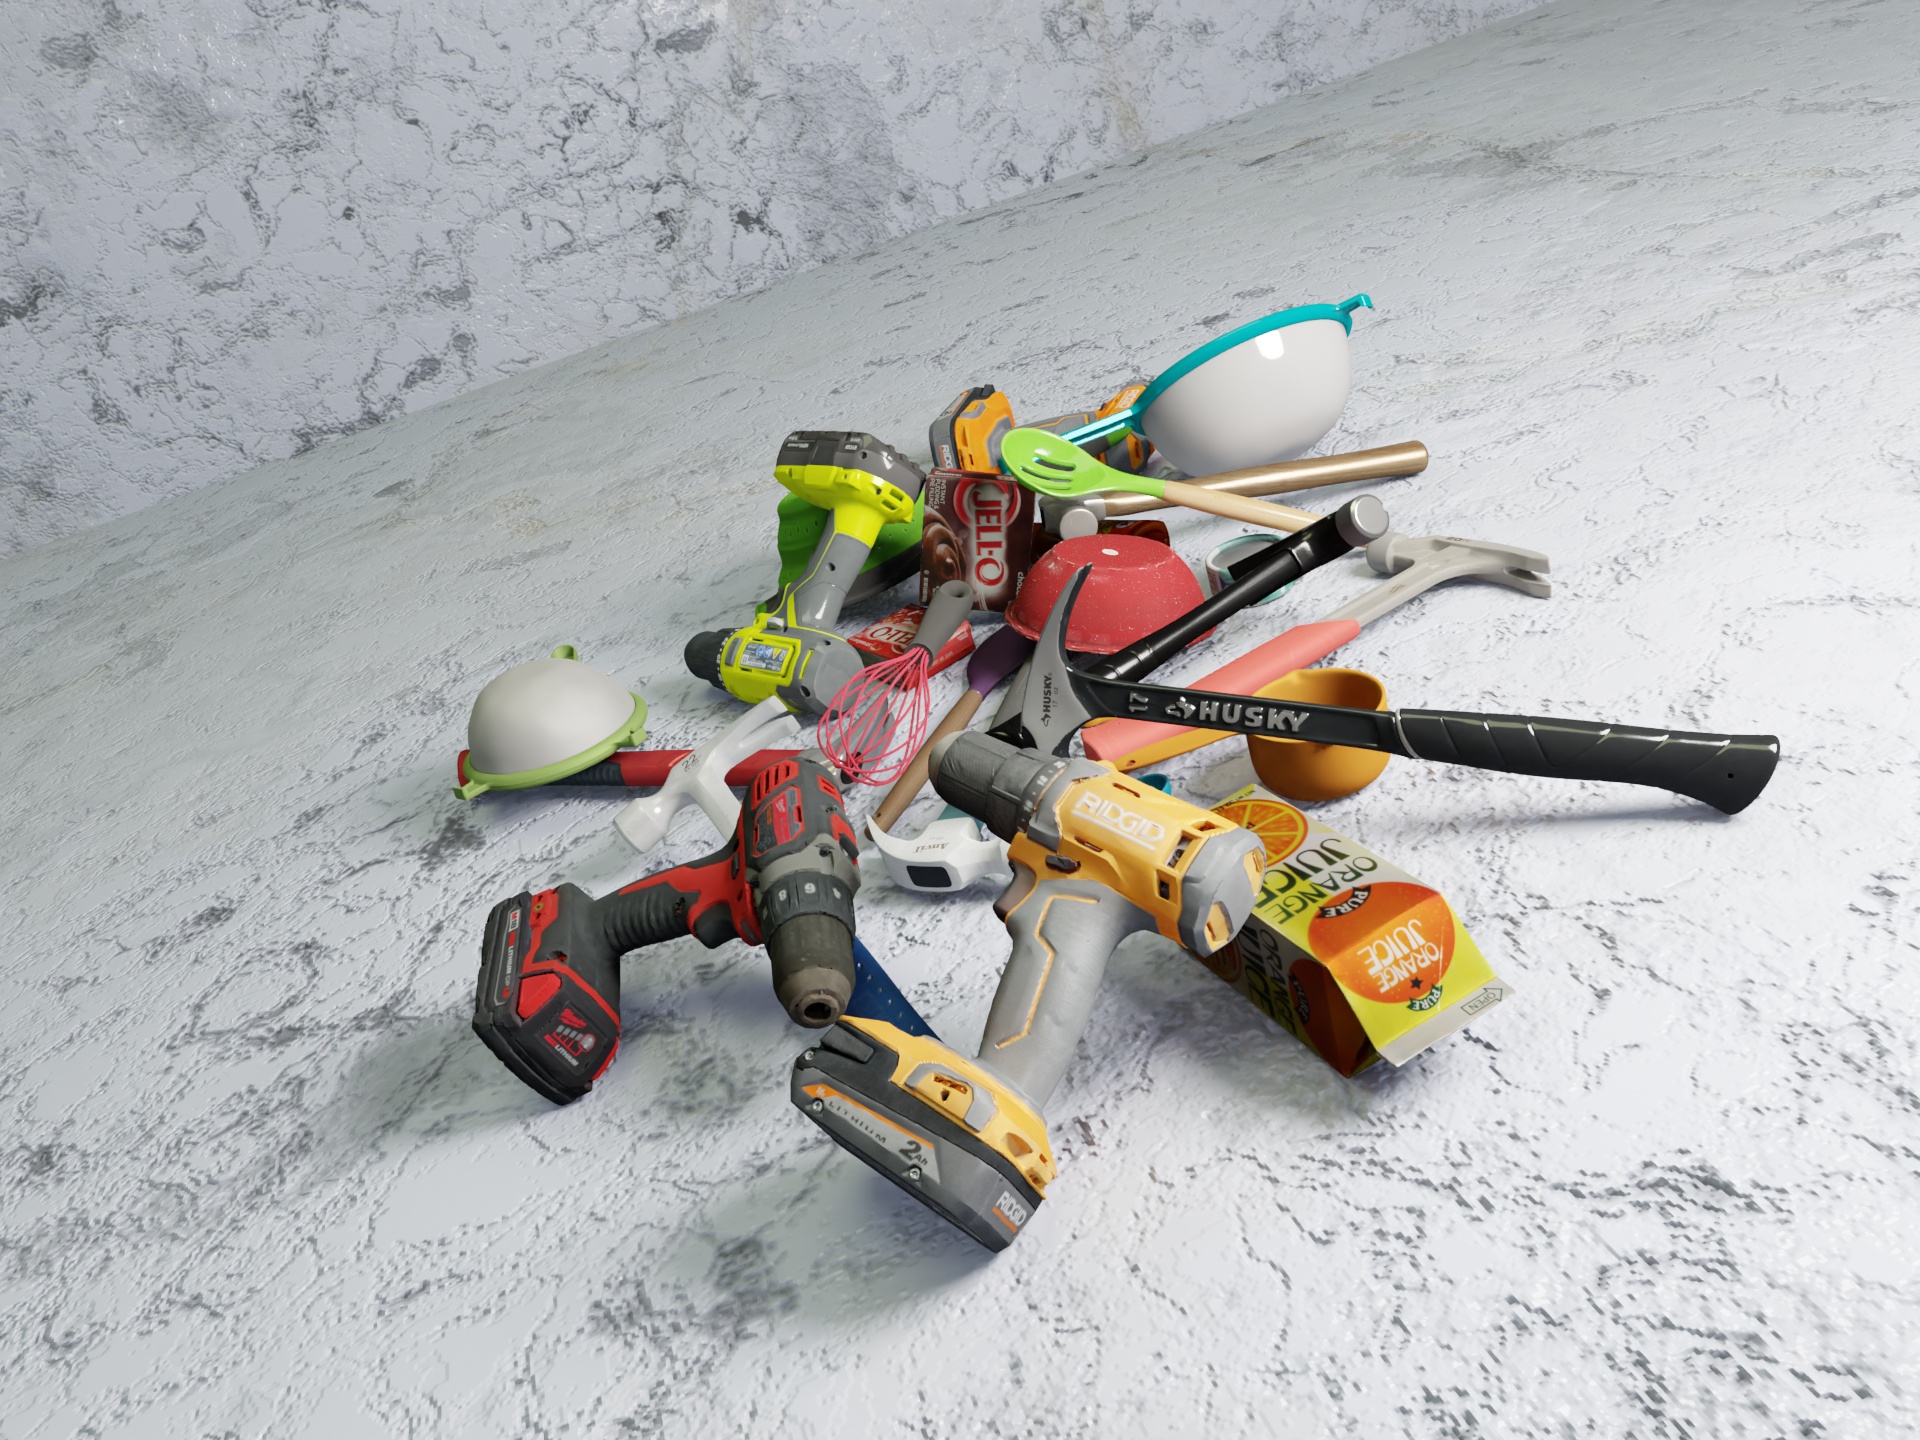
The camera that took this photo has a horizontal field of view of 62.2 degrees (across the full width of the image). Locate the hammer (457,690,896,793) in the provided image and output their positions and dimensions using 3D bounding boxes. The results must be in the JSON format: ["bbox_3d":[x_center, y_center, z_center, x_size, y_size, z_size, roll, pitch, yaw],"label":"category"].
[{"bbox_3d":[-0.236,0.029,1.239,0.386,0.038,0.143,-1,30,30],"label":"hammer"}]

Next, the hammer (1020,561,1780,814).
[{"bbox_3d":[0.231,0.000,0.891,0.409,0.149,0.036,7,16,18],"label":"hammer"}]

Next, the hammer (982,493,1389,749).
[{"bbox_3d":[0.134,-0.051,1.067,0.335,0.035,0.146,-32,2,-26],"label":"hammer"}]

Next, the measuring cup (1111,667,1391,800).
[{"bbox_3d":[0.180,0.023,0.978,0.173,0.052,0.095,-17,27,6],"label":"measuring cup"}]

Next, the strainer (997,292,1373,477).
[{"bbox_3d":[0.203,-0.247,1.388,0.340,0.095,0.211,-22,-9,-10],"label":"strainer"}]

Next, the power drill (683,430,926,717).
[{"bbox_3d":[-0.133,-0.119,1.312,0.191,0.080,0.228,11,78,44],"label":"power drill"}]

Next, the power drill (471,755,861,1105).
[{"bbox_3d":[-0.157,0.130,0.894,0.226,0.080,0.188,-27,36,9],"label":"power drill"}]

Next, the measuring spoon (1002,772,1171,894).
[{"bbox_3d":[0.081,0.077,0.981,0.128,0.021,0.042,-36,19,-14],"label":"measuring spoon"}]

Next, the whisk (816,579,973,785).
[{"bbox_3d":[-0.037,-0.039,1.172,0.073,0.073,0.296,-7,26,20],"label":"whisk"}]

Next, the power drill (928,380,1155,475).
[{"bbox_3d":[0.100,-0.296,1.605,0.226,0.084,0.164,0,31,24],"label":"power drill"}]

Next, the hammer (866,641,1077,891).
[{"bbox_3d":[0.033,0.013,1.101,0.128,0.033,0.331,-9,26,25],"label":"hammer"}]

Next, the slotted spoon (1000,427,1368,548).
[{"bbox_3d":[0.182,-0.171,1.235,0.314,0.031,0.070,14,49,3],"label":"slotted spoon"}]

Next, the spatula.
[{"bbox_3d":[-0.002,-0.004,1.177,0.060,0.018,0.316,-8,27,29],"label":"spatula"}]

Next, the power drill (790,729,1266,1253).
[{"bbox_3d":[0.014,0.112,0.767,0.185,0.084,0.226,25,69,33],"label":"power drill"}]

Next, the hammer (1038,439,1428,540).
[{"bbox_3d":[0.226,-0.196,1.322,0.331,0.031,0.130,-10,19,-8],"label":"hammer"}]

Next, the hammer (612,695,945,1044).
[{"bbox_3d":[-0.097,0.106,0.963,0.144,0.035,0.406,-42,35,-6],"label":"hammer"}]

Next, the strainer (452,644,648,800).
[{"bbox_3d":[-0.337,-0.031,1.298,0.151,0.069,0.257,-18,26,-3],"label":"strainer"}]

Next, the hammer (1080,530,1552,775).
[{"bbox_3d":[0.229,-0.044,1.071,0.359,0.036,0.149,-28,28,-26],"label":"hammer"}]

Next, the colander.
[{"bbox_3d":[-0.027,-0.217,1.452,0.397,0.094,0.205,-28,19,-4],"label":"colander"}]

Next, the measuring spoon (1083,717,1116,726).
[{"bbox_3d":[0.137,-0.011,1.111,0.117,0.011,0.021,-9,28,18],"label":"measuring spoon"}]
